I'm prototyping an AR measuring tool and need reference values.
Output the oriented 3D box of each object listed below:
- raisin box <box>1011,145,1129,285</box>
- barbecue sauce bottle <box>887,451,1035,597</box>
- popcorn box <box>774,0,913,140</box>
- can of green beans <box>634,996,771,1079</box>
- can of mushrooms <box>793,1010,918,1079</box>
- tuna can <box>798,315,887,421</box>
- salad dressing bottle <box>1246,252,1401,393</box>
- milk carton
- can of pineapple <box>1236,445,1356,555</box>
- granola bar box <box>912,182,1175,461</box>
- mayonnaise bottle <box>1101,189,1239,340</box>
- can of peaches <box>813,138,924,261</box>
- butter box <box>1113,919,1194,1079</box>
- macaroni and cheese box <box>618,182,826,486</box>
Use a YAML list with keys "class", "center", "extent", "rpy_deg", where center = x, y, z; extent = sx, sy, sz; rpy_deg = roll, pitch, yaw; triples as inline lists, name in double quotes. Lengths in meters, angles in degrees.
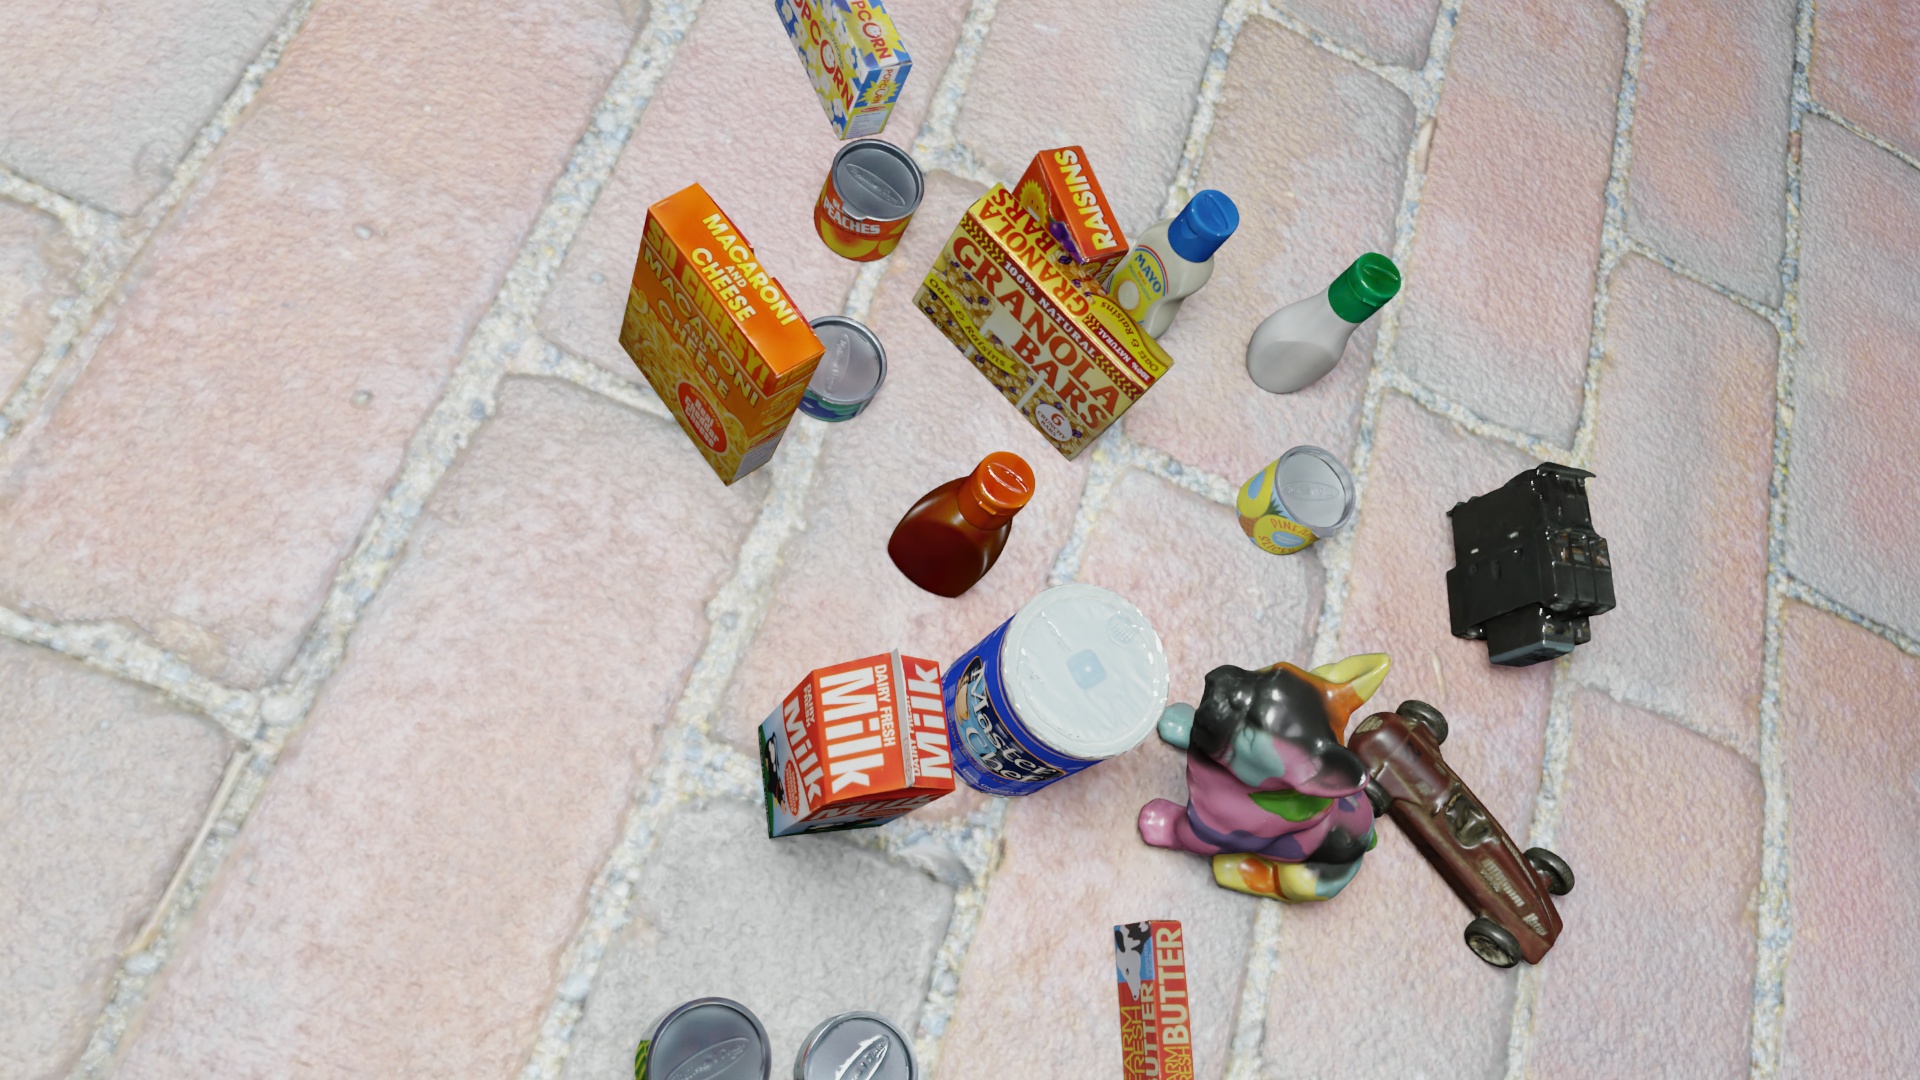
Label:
- class: "raisin box"
  center: [0.062, -0.205, 0.974]
  extent: [0.040, 0.123, 0.086]
  rpy_deg: [-16, 77, -24]
- class: "barbecue sauce bottle"
  center: [0.003, -0.011, 0.864]
  extent: [0.065, 0.148, 0.044]
  rpy_deg: [35, 63, -5]
- class: "popcorn box"
  center: [-0.087, -0.368, 1.003]
  extent: [0.038, 0.085, 0.127]
  rpy_deg: [-20, 78, -25]
- class: "can of green beans"
  center: [-0.140, 0.283, 0.752]
  extent: [0.071, 0.057, 0.071]
  rpy_deg: [7, 68, -17]
- class: "can of mushrooms"
  center: [-0.058, 0.304, 0.787]
  extent: [0.071, 0.033, 0.071]
  rpy_deg: [7, 68, -17]
- class: "tuna can"
  center: [-0.088, -0.116, 0.937]
  extent: [0.071, 0.032, 0.071]
  rpy_deg: [7, 68, -17]
- class: "salad dressing bottle"
  center: [0.264, -0.158, 1.015]
  extent: [0.064, 0.147, 0.044]
  rpy_deg: [20, 65, -12]
- class: "milk carton"
  center: [-0.057, 0.116, 0.771]
  extent: [0.073, 0.189, 0.072]
  rpy_deg: [-2, 71, -21]
- class: "can of pineapple"
  center: [0.242, -0.027, 1.008]
  extent: [0.071, 0.057, 0.071]
  rpy_deg: [7, 68, -17]
- class: "granola bar box"
  center: [0.052, -0.144, 0.946]
  extent: [0.165, 0.123, 0.039]
  rpy_deg: [46, 63, 1]
- class: "mayonnaise bottle"
  center: [0.146, -0.195, 0.986]
  extent: [0.041, 0.147, 0.065]
  rpy_deg: [-25, 81, -26]
- class: "can of peaches"
  center: [-0.067, -0.237, 0.976]
  extent: [0.071, 0.058, 0.071]
  rpy_deg: [7, 68, -17]
- class: "butter box"
  center: [0.117, 0.286, 0.847]
  extent: [0.024, 0.053, 0.104]
  rpy_deg: [5, 69, -18]
- class: "macaroni and cheese box"
  center: [-0.149, -0.119, 0.841]
  extent: [0.040, 0.165, 0.124]
  rpy_deg: [-35, 85, -27]
